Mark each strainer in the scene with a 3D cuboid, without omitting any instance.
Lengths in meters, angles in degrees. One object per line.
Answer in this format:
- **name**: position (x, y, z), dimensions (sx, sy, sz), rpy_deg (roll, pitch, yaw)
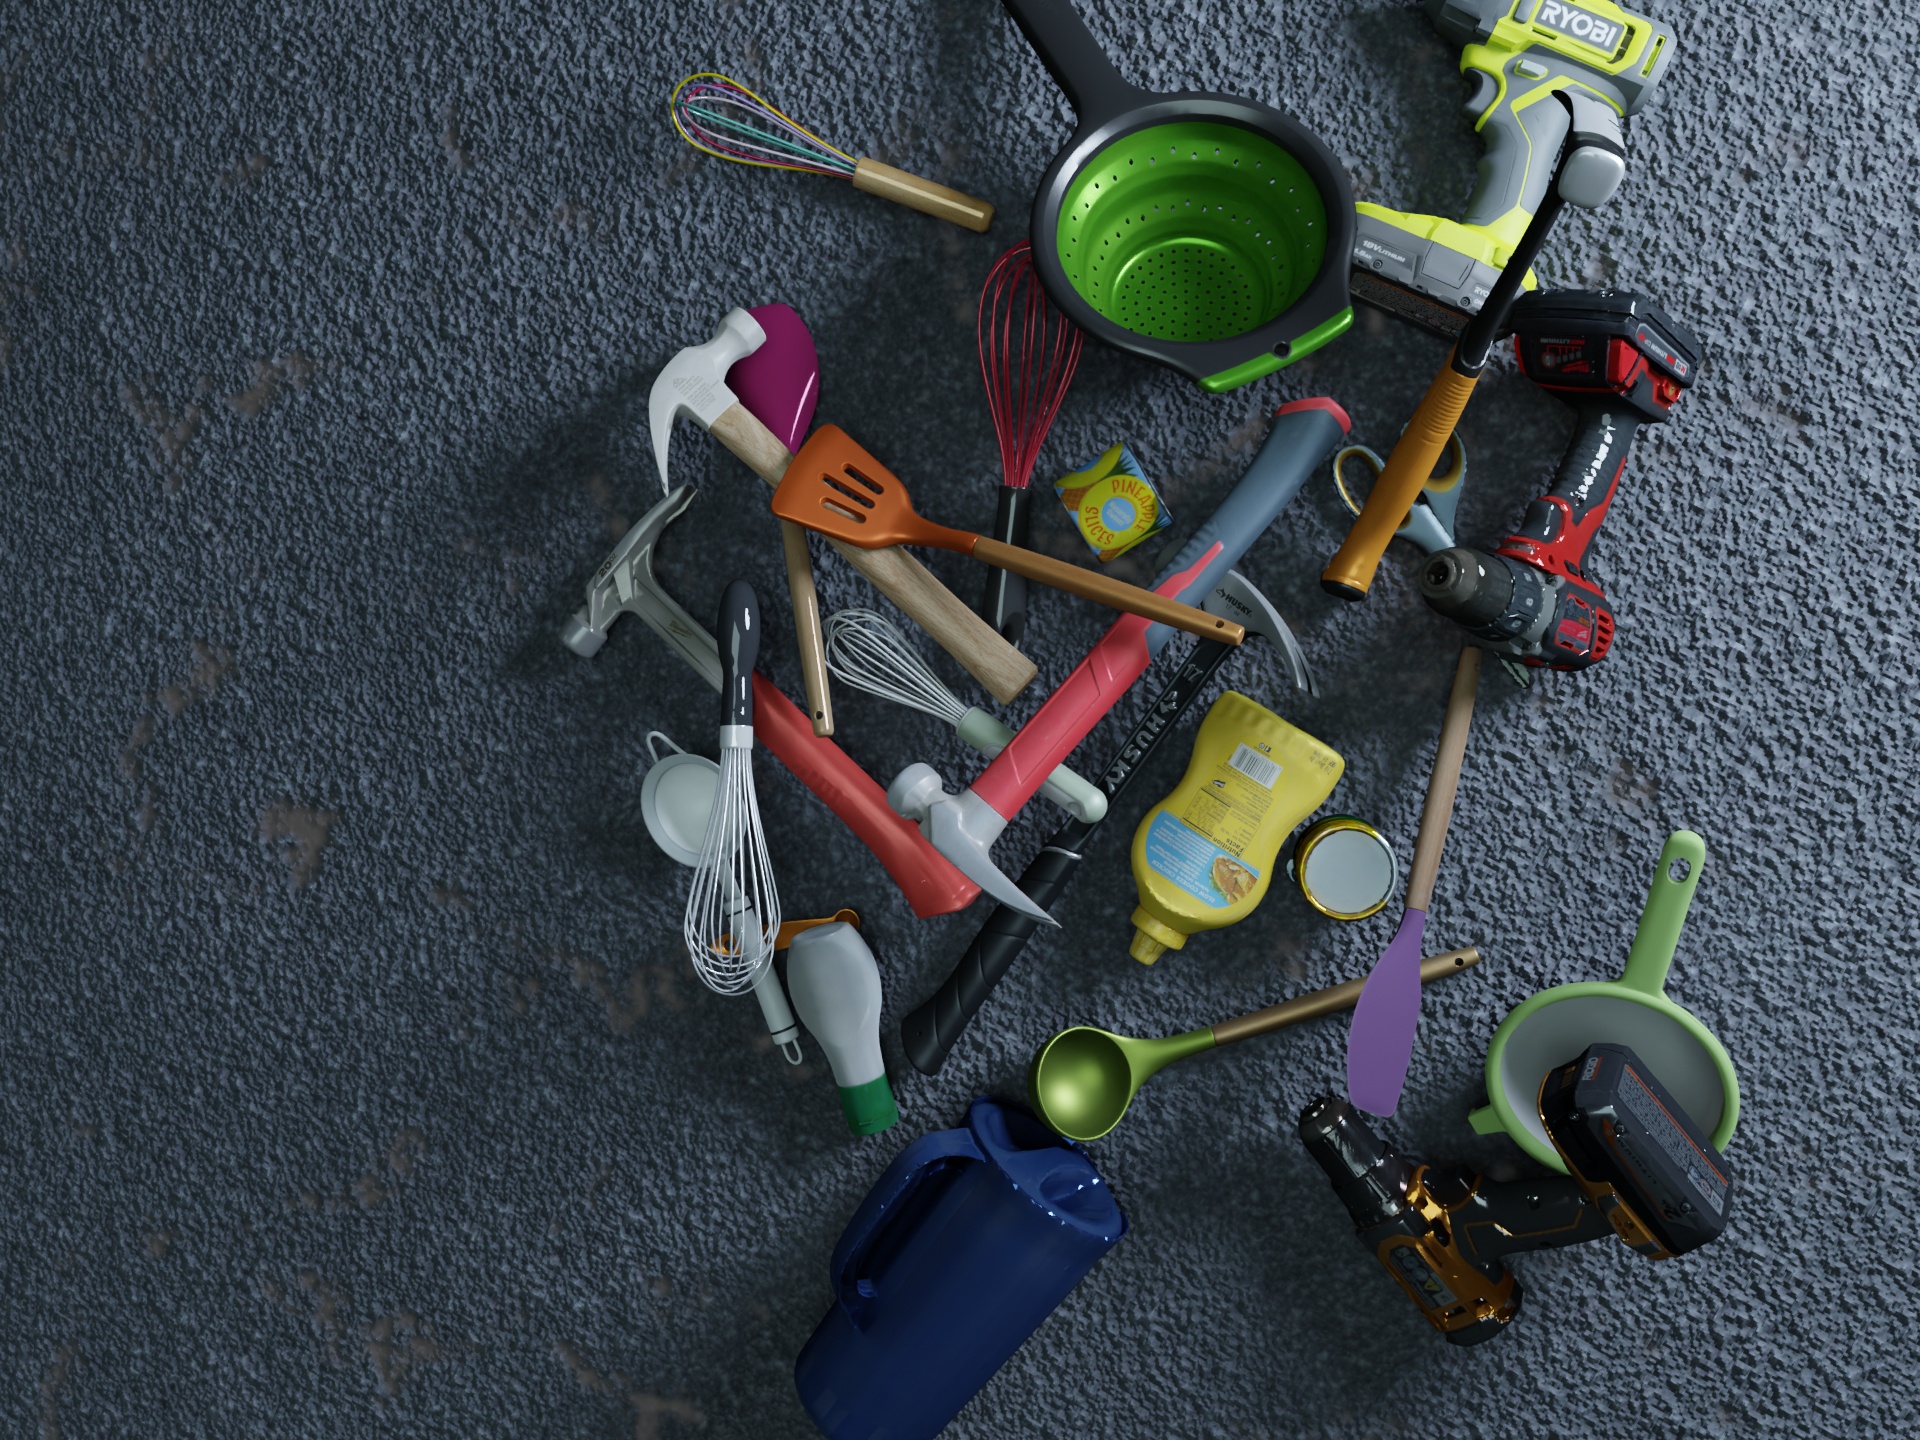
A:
- **strainer**: position (-0.163, 0.125, 1.140), dimensions (0.087, 0.050, 0.258), rpy_deg (-21, 89, 27)
- **strainer**: position (0.430, 0.177, 1.017), dimensions (0.151, 0.069, 0.256), rpy_deg (16, 115, 21)

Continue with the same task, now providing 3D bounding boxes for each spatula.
- **spatula**: position (0.031, -0.110, 1.029), dimensions (0.323, 0.041, 0.081), rpy_deg (21, 67, 20)
- **spatula**: position (0.300, 0.099, 1.037), dimensions (0.059, 0.018, 0.316), rpy_deg (25, 75, -30)

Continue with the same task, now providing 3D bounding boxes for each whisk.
- **whisk**: position (0.041, -0.180, 1.093), dimensions (0.073, 0.073, 0.296), rpy_deg (7, 99, 8)
- **whisk**: position (-0.091, -0.395, 1.113), dimensions (0.245, 0.051, 0.047), rpy_deg (22, 90, 4)
- **whisk**: position (-0.153, 0.044, 1.086), dimensions (0.070, 0.070, 0.285), rpy_deg (0, 85, 9)
- **whisk**: position (-0.002, -0.003, 1.089), dimensions (0.246, 0.057, 0.059), rpy_deg (35, 55, 19)

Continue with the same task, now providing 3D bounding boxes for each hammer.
- **hammer**: position (-0.081, -0.131, 1.088), dimensions (0.331, 0.031, 0.130), rpy_deg (43, 79, 4)
- **hammer**: position (0.128, -0.048, 1.023), dimensions (0.143, 0.038, 0.386), rpy_deg (40, 87, 26)
- **hammer**: position (0.084, 0.079, 1.087), dimensions (0.149, 0.036, 0.409), rpy_deg (43, 105, 37)
- **hammer**: position (-0.118, -0.001, 1.123), dimensions (0.359, 0.036, 0.149), rpy_deg (43, 98, 10)
- **hammer**: position (0.303, -0.213, 0.977), dimensions (0.034, 0.127, 0.336), rpy_deg (21, 130, 0)

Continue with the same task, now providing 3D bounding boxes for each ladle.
- **ladle**: position (0.199, 0.211, 1.086), dimensions (0.320, 0.062, 0.078), rpy_deg (-19, 90, 7)

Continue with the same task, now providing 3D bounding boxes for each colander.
- **colander**: position (0.113, -0.366, 1.066), dimensions (0.204, 0.094, 0.397), rpy_deg (-27, 70, -4)

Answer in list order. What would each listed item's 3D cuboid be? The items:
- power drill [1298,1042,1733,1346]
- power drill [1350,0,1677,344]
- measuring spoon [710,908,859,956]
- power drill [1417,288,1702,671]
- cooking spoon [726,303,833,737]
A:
- **power drill**: position (0.343, 0.289, 1.021), dimensions (0.185, 0.084, 0.226), rpy_deg (50, 127, 3)
- **power drill**: position (0.334, -0.373, 1.032), dimensions (0.171, 0.080, 0.223), rpy_deg (26, 92, 6)
- **measuring spoon**: position (-0.127, 0.155, 1.158), dimensions (0.117, 0.011, 0.021), rpy_deg (-13, 94, 13)
- **power drill**: position (0.365, -0.149, 0.987), dimensions (0.080, 0.187, 0.226), rpy_deg (18, 95, 46)
- **cooking spoon**: position (-0.118, -0.144, 1.114), dimensions (0.069, 0.017, 0.319), rpy_deg (-11, 80, 9)
